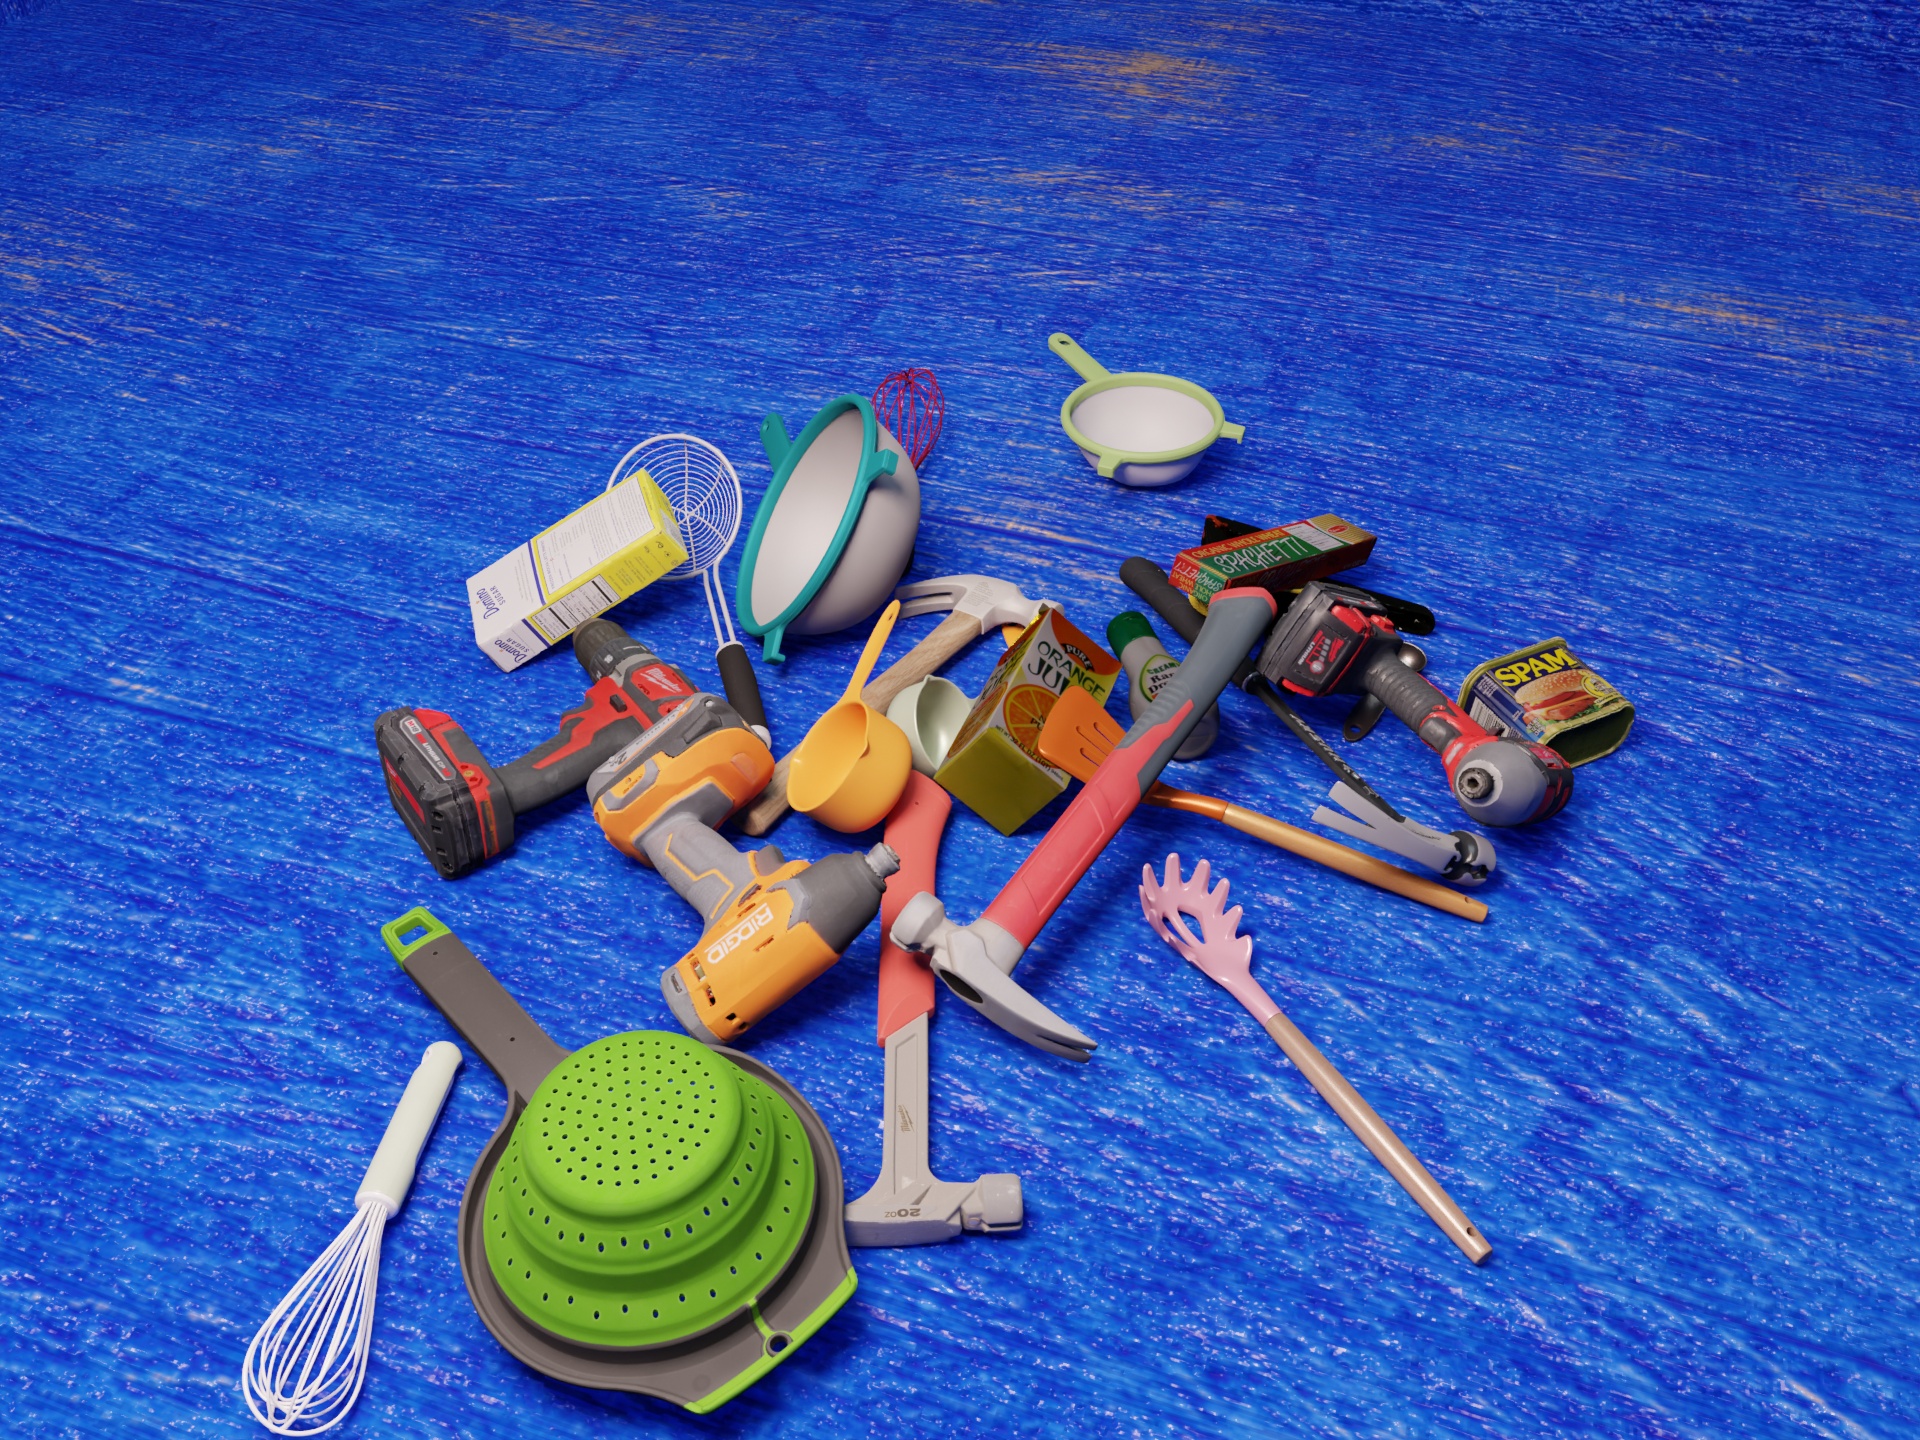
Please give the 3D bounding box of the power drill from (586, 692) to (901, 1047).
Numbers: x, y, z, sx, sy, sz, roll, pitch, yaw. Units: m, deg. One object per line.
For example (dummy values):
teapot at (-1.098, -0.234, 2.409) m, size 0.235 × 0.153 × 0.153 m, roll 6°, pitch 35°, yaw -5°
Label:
power drill at (-0.140, 0.084, 1.030) m, size 0.164 × 0.084 × 0.227 m, roll -37°, pitch 47°, yaw 1°

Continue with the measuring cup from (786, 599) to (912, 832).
measuring cup at (-0.060, -0.001, 1.121) m, size 0.095 × 0.052 × 0.174 m, roll -11°, pitch 50°, yaw 52°

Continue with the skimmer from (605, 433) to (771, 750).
skimmer at (-0.212, -0.105, 1.268) m, size 0.127 × 0.090 × 0.364 m, roll -34°, pitch 39°, yaw 8°

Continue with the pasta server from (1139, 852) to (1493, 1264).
pasta server at (0.210, 0.198, 0.970) m, size 0.060 × 0.040 × 0.317 m, roll -19°, pitch 45°, yaw -23°

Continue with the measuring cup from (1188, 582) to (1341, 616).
measuring cup at (0.250, -0.097, 1.274) m, size 0.156 × 0.029 × 0.062 m, roll 1°, pitch 31°, yaw -29°

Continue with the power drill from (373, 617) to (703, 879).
power drill at (-0.304, 0.006, 1.163) m, size 0.226 × 0.080 × 0.188 m, roll -23°, pitch 45°, yaw -29°

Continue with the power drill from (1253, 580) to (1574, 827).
power drill at (0.325, -0.005, 1.134) m, size 0.220 × 0.078 × 0.143 m, roll 43°, pitch 23°, yaw 29°

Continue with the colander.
colander at (-0.221, 0.193, 0.877) m, size 0.204 × 0.094 × 0.397 m, roll -32°, pitch 49°, yaw -31°

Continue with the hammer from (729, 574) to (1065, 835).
hammer at (-0.061, -0.020, 1.224) m, size 0.130 × 0.031 × 0.331 m, roll 21°, pitch 46°, yaw 29°

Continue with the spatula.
spatula at (0.207, 0.066, 1.095) m, size 0.322 × 0.041 × 0.081 m, roll 22°, pitch 43°, yaw 11°

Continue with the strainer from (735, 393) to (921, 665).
strainer at (-0.108, -0.182, 1.349) m, size 0.095 × 0.211 × 0.341 m, roll 23°, pitch 20°, yaw -26°

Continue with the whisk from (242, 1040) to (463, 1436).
whisk at (-0.322, 0.273, 0.872) m, size 0.059 × 0.057 × 0.247 m, roll 32°, pitch 34°, yaw -17°

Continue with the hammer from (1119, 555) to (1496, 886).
hammer at (0.225, -0.020, 1.190) m, size 0.149 × 0.036 × 0.409 m, roll 18°, pitch 22°, yaw -35°

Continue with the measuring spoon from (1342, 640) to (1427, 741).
measuring spoon at (0.330, -0.019, 1.252) m, size 0.034 × 0.018 × 0.124 m, roll 30°, pitch 54°, yaw 19°

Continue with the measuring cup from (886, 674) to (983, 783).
measuring cup at (-0.002, -0.004, 1.200) m, size 0.038 × 0.083 × 0.167 m, roll -16°, pitch 9°, yaw 33°

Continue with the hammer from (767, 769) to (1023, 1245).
hammer at (-0.043, 0.165, 1.007) m, size 0.149 × 0.036 × 0.359 m, roll 0°, pitch 41°, yaw -1°

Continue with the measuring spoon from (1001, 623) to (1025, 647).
measuring spoon at (0.054, -0.054, 1.286) m, size 0.021 × 0.011 × 0.117 m, roll -9°, pitch 41°, yaw -11°

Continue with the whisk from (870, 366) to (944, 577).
whisk at (-0.053, -0.232, 1.466) m, size 0.073 × 0.073 × 0.296 m, roll 1°, pitch 47°, yaw 1°

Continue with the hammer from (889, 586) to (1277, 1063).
hammer at (0.122, 0.047, 1.054) m, size 0.143 × 0.038 × 0.386 m, roll 34°, pitch 58°, yaw 12°

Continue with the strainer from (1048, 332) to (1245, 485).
strainer at (0.147, -0.292, 1.526) m, size 0.151 × 0.069 × 0.257 m, roll -17°, pitch 43°, yaw -17°
